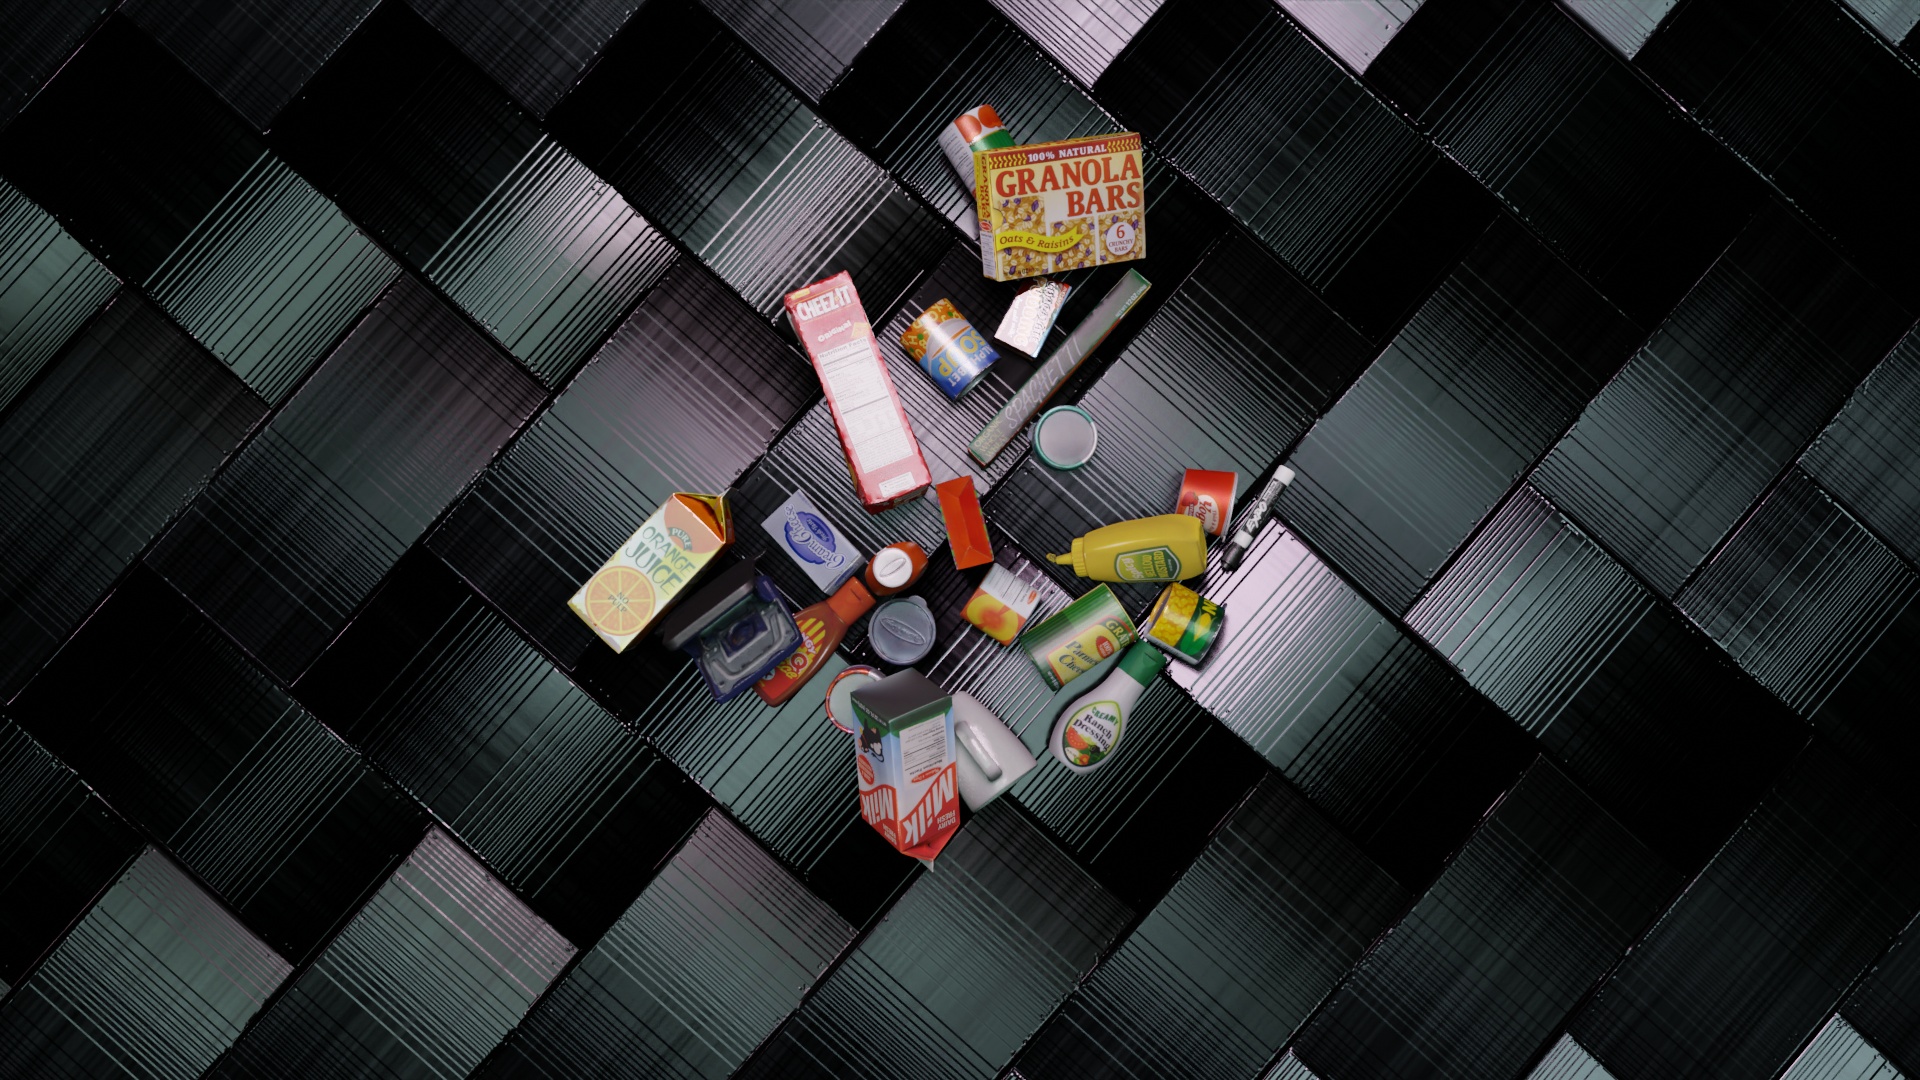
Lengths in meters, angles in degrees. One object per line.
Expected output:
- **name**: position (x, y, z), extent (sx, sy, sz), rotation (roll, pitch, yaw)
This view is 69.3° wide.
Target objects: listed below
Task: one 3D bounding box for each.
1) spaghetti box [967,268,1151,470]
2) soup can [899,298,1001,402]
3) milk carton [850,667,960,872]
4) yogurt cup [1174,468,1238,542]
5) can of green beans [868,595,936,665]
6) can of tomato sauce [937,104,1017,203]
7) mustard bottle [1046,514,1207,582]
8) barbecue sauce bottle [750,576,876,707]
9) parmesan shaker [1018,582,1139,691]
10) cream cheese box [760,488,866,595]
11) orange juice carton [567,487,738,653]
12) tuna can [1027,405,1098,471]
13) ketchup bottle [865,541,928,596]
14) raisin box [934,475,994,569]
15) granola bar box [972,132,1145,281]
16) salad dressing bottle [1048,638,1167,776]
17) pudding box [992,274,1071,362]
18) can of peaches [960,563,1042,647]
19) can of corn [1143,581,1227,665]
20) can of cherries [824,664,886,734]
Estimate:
- **spaghetti box**: position (0.098, -0.172, 1.404), extent (0.029, 0.050, 0.250), rotation (42, 88, 2)
- **soup can**: position (-0.010, -0.191, 1.392), extent (0.071, 0.071, 0.084), rotation (-43, 90, -2)
- **milk carton**: position (-0.052, 0.229, 1.348), extent (0.074, 0.072, 0.189), rotation (-19, 118, -31)
- **yogurt cup**: position (0.247, -0.041, 1.397), extent (0.054, 0.072, 0.072), rotation (12, 89, 7)
- **can of green beans**: position (-0.057, 0.090, 1.389), extent (0.071, 0.058, 0.071), rotation (0, 89, -1)
- **can of tomato sauce**: position (0.028, -0.387, 1.401), extent (0.071, 0.071, 0.083), rotation (-33, 89, -2)
- **mustard bottle**: position (0.164, 0.013, 1.392), extent (0.160, 0.049, 0.065), rotation (-7, 130, 18)
- **barbecue sauce bottle**: position (-0.151, 0.098, 1.394), extent (0.148, 0.043, 0.065), rotation (-41, 82, -2)
- **parmesan shaker**: position (0.119, 0.099, 1.391), extent (0.103, 0.071, 0.071), rotation (-33, 90, -1)
- **cream cheese box**: position (-0.147, 0.001, 1.389), extent (0.053, 0.024, 0.104), rotation (-45, 68, -1)
- **orange juice carton**: position (-0.291, 0.017, 1.380), extent (0.073, 0.072, 0.193), rotation (44, 88, -1)
- **tuna can**: position (0.104, -0.104, 1.411), extent (0.071, 0.033, 0.071), rotation (0, 89, -2)
- **ketchup bottle**: position (-0.064, 0.027, 1.346), extent (0.065, 0.149, 0.043), rotation (-35, 88, -2)
- **raisin box**: position (0.005, -0.017, 1.361), extent (0.040, 0.123, 0.086), rotation (-16, 89, 0)
- **granola bar box**: position (0.100, -0.330, 1.371), extent (0.166, 0.039, 0.123), rotation (-13, 111, -18)
- **salad dressing bottle**: position (0.150, 0.166, 1.398), extent (0.064, 0.044, 0.147), rotation (38, 88, -1)
- **pudding box**: position (0.073, -0.230, 1.415), extent (0.050, 0.030, 0.083), rotation (28, 88, -1)
- **can of peaches**: position (0.039, 0.066, 1.389), extent (0.058, 0.071, 0.071), rotation (34, 88, 0)
- **can of corn**: position (0.225, 0.080, 1.391), extent (0.058, 0.071, 0.071), rotation (28, 88, 0)
- **can of cherries**: position (-0.103, 0.160, 1.386), extent (0.071, 0.058, 0.071), rotation (0, 88, -2)
